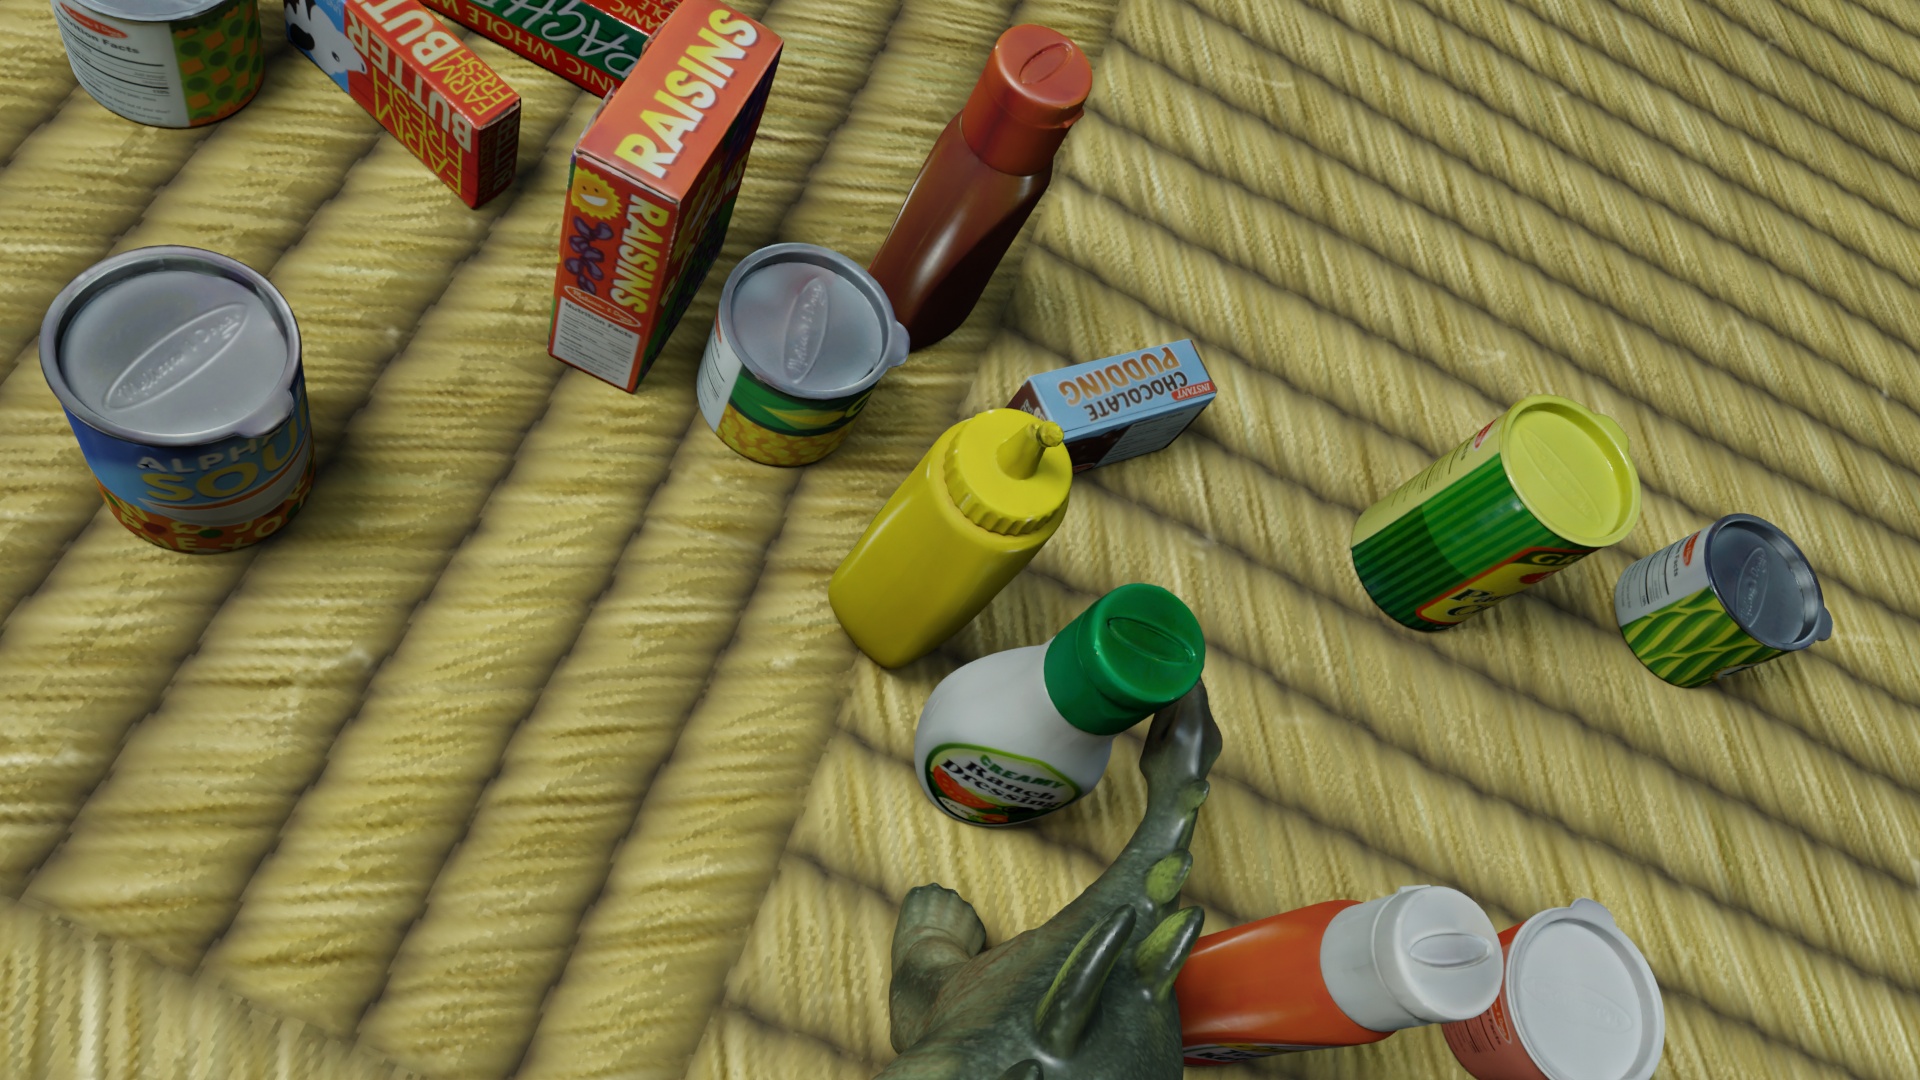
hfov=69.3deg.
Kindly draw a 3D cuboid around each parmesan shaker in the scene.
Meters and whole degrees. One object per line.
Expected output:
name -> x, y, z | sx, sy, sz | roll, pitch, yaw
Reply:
parmesan shaker -> 0.224, -0.009, 0.586 | 0.071, 0.102, 0.071 | 8, 64, -17

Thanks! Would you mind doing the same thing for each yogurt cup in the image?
yogurt cup -> 0.220, 0.177, 0.526 | 0.072, 0.053, 0.072 | 8, 64, -17

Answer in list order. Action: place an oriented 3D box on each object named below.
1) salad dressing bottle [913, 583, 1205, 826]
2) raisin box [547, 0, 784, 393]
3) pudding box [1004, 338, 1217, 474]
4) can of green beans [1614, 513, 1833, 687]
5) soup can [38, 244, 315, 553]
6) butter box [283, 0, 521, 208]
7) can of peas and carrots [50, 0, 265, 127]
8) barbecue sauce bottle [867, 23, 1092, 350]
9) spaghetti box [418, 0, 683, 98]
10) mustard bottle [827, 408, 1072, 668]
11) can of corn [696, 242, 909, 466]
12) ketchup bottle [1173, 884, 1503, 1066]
salad dressing bottle -> 0.029, 0.056, 0.455 | 0.064, 0.147, 0.044 | 24, 60, -10
raisin box -> -0.109, -0.122, 0.499 | 0.040, 0.123, 0.086 | 28, 60, -7
pudding box -> 0.058, -0.052, 0.574 | 0.084, 0.049, 0.030 | -17, 74, -27
can of green beans -> 0.349, 0.029, 0.643 | 0.071, 0.057, 0.071 | 8, 64, -17
soup can -> -0.238, -0.039, 0.434 | 0.071, 0.083, 0.071 | 8, 64, -17
butter box -> -0.212, -0.179, 0.527 | 0.103, 0.053, 0.024 | 43, 59, 2
can of peas and carrots -> -0.288, -0.195, 0.502 | 0.071, 0.058, 0.071 | 8, 64, -17
barbecue sauce bottle -> 0.005, -0.132, 0.533 | 0.043, 0.148, 0.065 | 44, 59, 3
spaghetti box -> -0.211, -0.241, 0.558 | 0.250, 0.050, 0.029 | 26, 60, -8
mustard bottle -> 0.002, -0.006, 0.466 | 0.065, 0.159, 0.049 | -39, 84, -30
can of corn -> -0.061, -0.069, 0.530 | 0.071, 0.058, 0.071 | 8, 64, -17
ketchup bottle -> 0.110, 0.141, 0.445 | 0.065, 0.148, 0.044 | 2, 66, -20
